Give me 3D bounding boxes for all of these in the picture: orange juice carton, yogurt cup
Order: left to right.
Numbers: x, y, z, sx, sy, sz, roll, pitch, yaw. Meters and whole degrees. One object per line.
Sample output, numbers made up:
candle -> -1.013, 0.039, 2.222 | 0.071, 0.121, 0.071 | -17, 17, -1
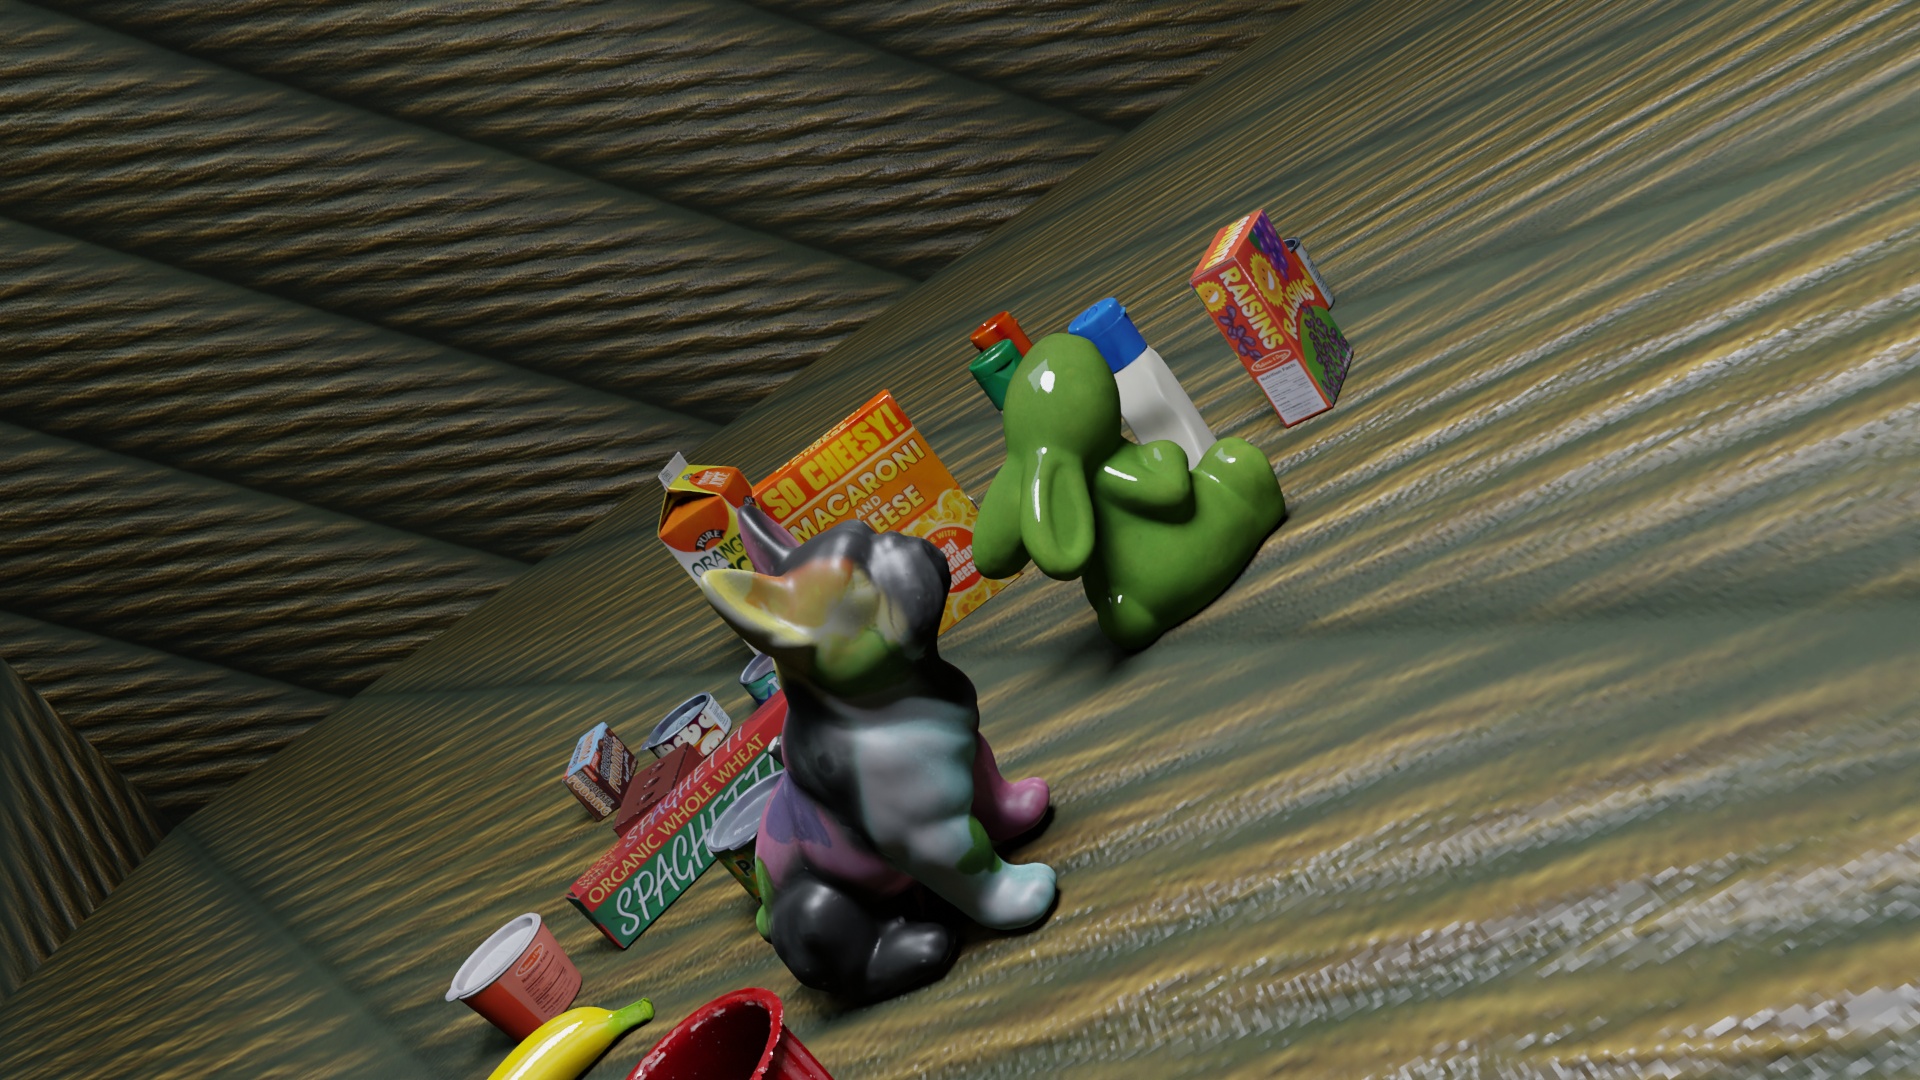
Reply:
yogurt cup -> -0.280, 0.281, 0.886 | 0.072, 0.054, 0.072 | -34, 16, 11
orange juice carton -> -0.197, 0.007, 1.227 | 0.073, 0.192, 0.072 | -33, 16, 16

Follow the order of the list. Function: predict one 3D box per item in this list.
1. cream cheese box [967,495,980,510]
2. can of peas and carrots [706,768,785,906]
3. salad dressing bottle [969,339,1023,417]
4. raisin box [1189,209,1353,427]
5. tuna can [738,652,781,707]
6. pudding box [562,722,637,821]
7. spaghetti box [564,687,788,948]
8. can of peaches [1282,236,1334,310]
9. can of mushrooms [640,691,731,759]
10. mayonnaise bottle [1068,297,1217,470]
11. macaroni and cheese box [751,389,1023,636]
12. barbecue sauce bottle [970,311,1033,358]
cream cheese box -> 0.004, -0.014, 1.116 | 0.024, 0.053, 0.104 | -38, 16, -4
can of peas and carrots -> -0.102, 0.176, 0.799 | 0.071, 0.058, 0.071 | -34, 16, 11
salad dressing bottle -> 0.062, -0.075, 0.993 | 0.064, 0.147, 0.044 | -39, 16, -6
raisin box -> 0.211, -0.151, 0.937 | 0.040, 0.123, 0.086 | -24, 20, 38
tuna can -> -0.143, 0.106, 1.127 | 0.071, 0.032, 0.071 | -34, 16, 11
pudding box -> -0.308, 0.197, 1.187 | 0.030, 0.049, 0.084 | -35, 16, 6
spaghetti box -> -0.155, 0.168, 0.946 | 0.251, 0.050, 0.028 | -44, 17, -23
can of peaches -> 0.251, -0.196, 1.099 | 0.071, 0.058, 0.071 | -34, 16, 11
can of mushrooms -> -0.226, 0.160, 1.146 | 0.071, 0.033, 0.071 | -34, 16, 11
mayonnaise bottle -> 0.124, -0.087, 0.895 | 0.041, 0.148, 0.065 | -30, 17, 23
macaroni and cheese box -> -0.053, -0.007, 1.012 | 0.124, 0.166, 0.040 | -37, 16, 1
barbecue sauce bottle -> 0.065, -0.109, 1.082 | 0.044, 0.148, 0.065 | -38, 16, -5
